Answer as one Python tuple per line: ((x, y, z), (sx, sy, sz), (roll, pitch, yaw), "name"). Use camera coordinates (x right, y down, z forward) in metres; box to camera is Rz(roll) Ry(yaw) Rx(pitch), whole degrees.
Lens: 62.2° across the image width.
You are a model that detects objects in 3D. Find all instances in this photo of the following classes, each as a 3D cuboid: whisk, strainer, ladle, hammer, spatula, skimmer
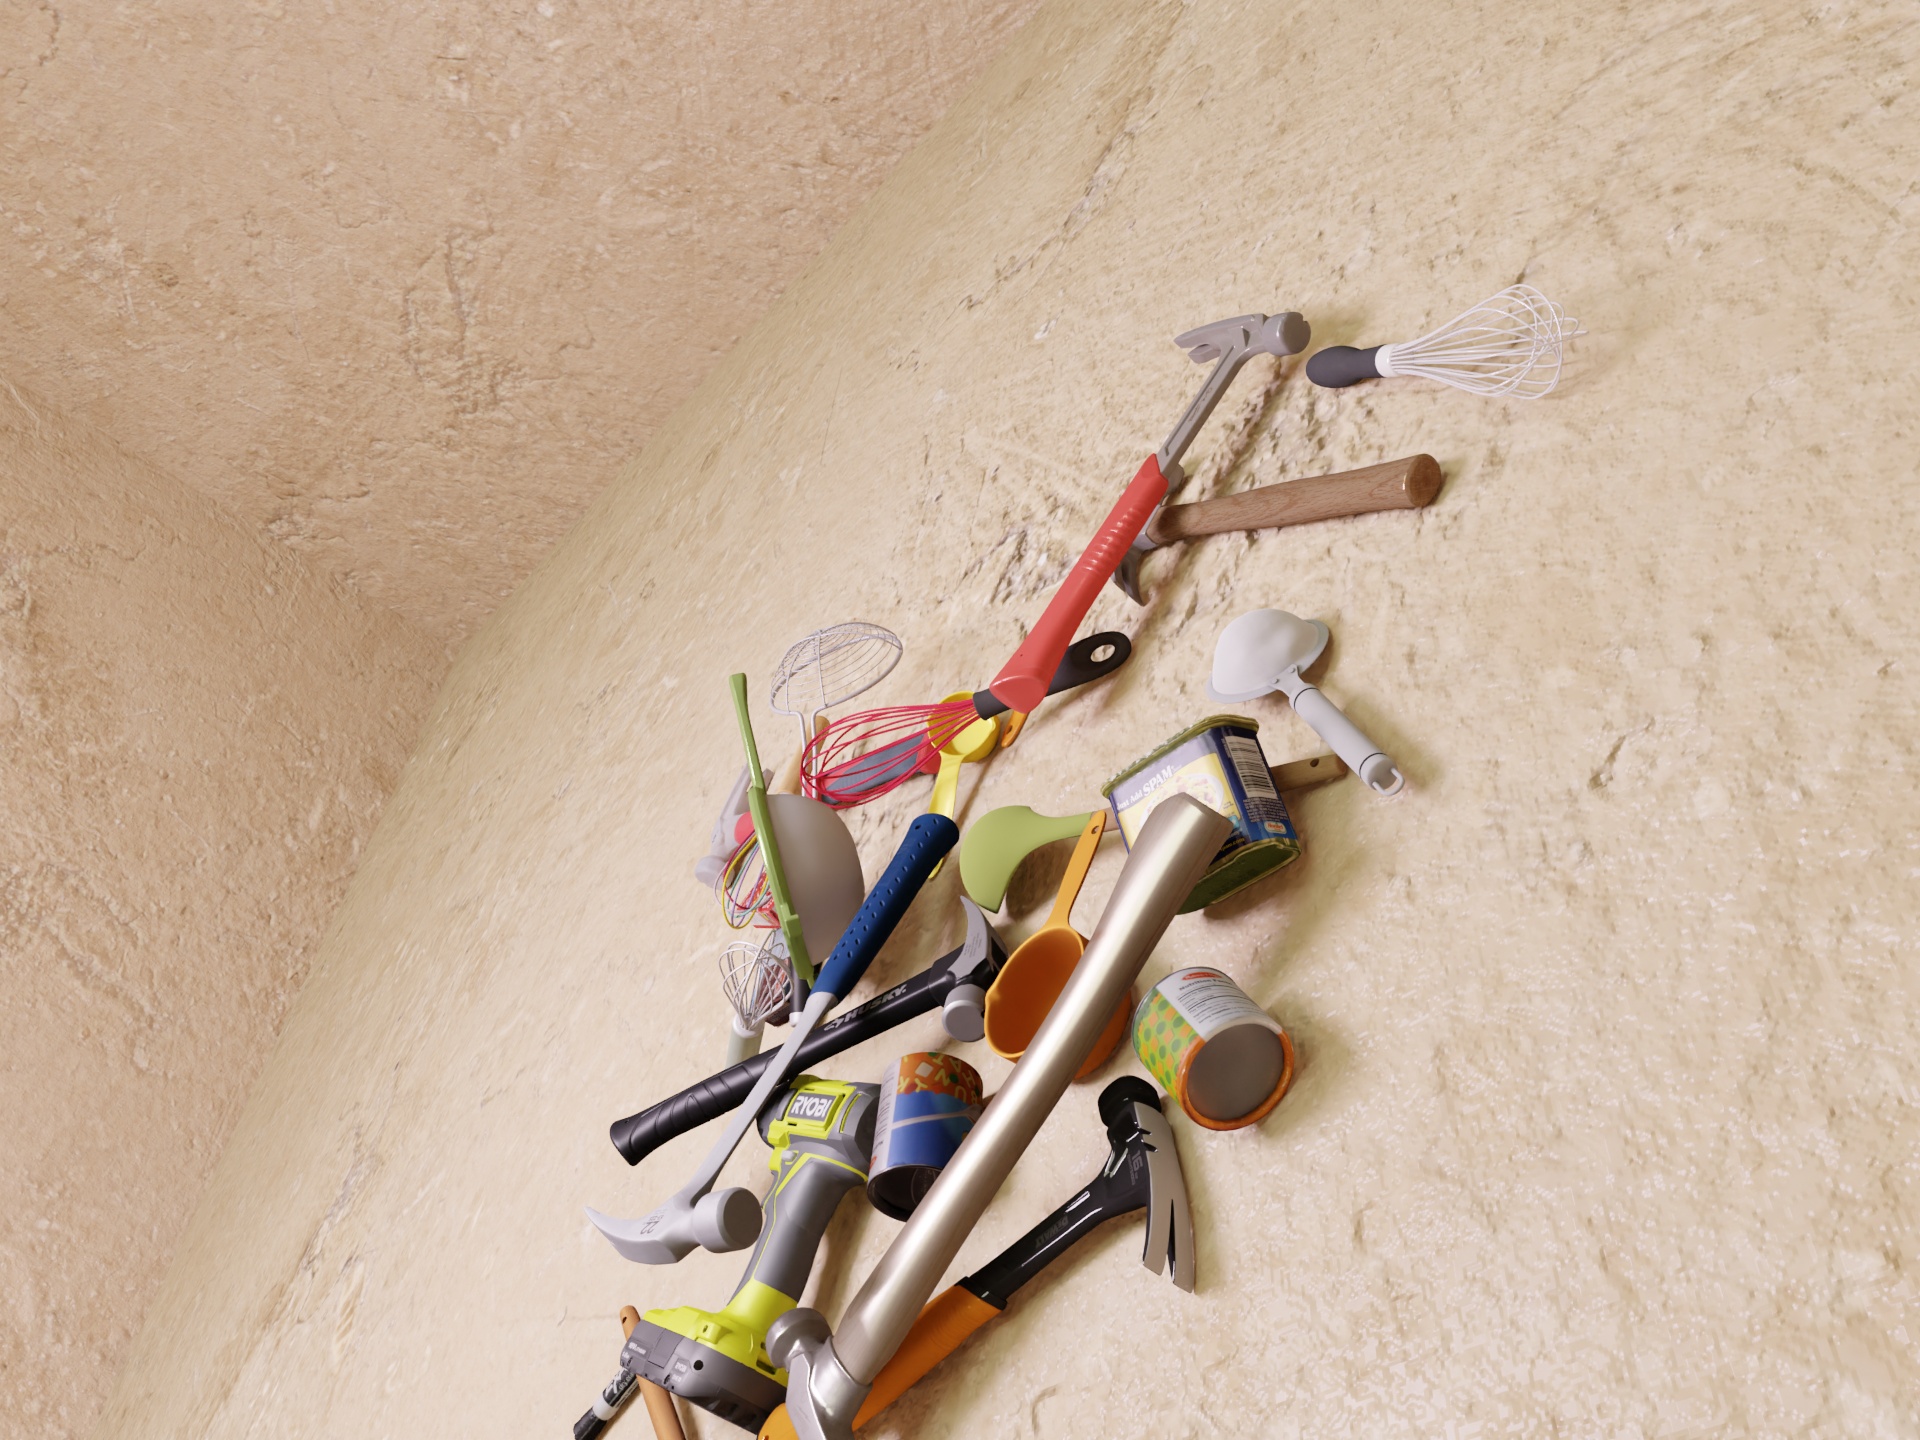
((0.306, -0.240, 1.047), (0.070, 0.070, 0.285), (-56, 19, -2), "whisk")
((0.204, -0.018, 0.950), (0.087, 0.050, 0.259), (-34, 27, 3), "strainer")
((-0.002, -0.004, 1.232), (0.296, 0.073, 0.073), (-23, 35, 20), "whisk")
((0.116, 0.067, 1.027), (0.320, 0.062, 0.078), (-18, 42, 43), "ladle")
((-0.159, 0.224, 1.201), (0.246, 0.058, 0.059), (109, -175, -56), "whisk")
((-0.110, 0.228, 1.103), (0.335, 0.035, 0.146), (-29, 17, 19), "hammer")
((-0.189, 0.477, 1.029), (0.081, 0.041, 0.323), (-55, 29, 0), "spatula")
((-0.003, 0.340, 0.890), (0.337, 0.034, 0.127), (-45, 25, 22), "hammer")
((0.127, -0.161, 1.203), (0.359, 0.036, 0.149), (-56, 25, -12), "hammer")
((0.031, 0.224, 0.866), (0.410, 0.038, 0.146), (-58, 30, 2), "hammer")
((-0.123, 0.070, 1.226), (0.151, 0.069, 0.257), (86, 169, -64), "strainer")
((-0.160, 0.082, 1.398), (0.051, 0.047, 0.245), (-33, 26, 41), "whisk")
((-0.101, 0.194, 1.054), (0.144, 0.035, 0.406), (-23, 20, 37), "hammer")
((-0.118, 0.053, 1.463), (0.386, 0.038, 0.143), (-25, 36, 48), "hammer")
((0.208, -0.148, 1.130), (0.331, 0.031, 0.130), (1, 59, 61), "hammer")
((-0.109, 0.080, 1.340), (0.127, 0.090, 0.363), (-11, 67, 27), "skimmer")

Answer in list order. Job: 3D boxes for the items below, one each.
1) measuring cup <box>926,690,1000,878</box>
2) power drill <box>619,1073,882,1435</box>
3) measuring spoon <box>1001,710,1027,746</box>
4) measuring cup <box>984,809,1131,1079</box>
((-0.006, 0.053, 1.270), (0.062, 0.029, 0.157), (5, 72, 25), "measuring cup")
((-0.129, 0.346, 1.067), (0.171, 0.080, 0.223), (-14, 43, 55), "power drill")
((0.055, -0.030, 1.282), (0.021, 0.011, 0.117), (-12, 48, 57), "measuring spoon")
((0.076, 0.140, 0.981), (0.095, 0.052, 0.174), (-20, 40, 52), "measuring cup")
